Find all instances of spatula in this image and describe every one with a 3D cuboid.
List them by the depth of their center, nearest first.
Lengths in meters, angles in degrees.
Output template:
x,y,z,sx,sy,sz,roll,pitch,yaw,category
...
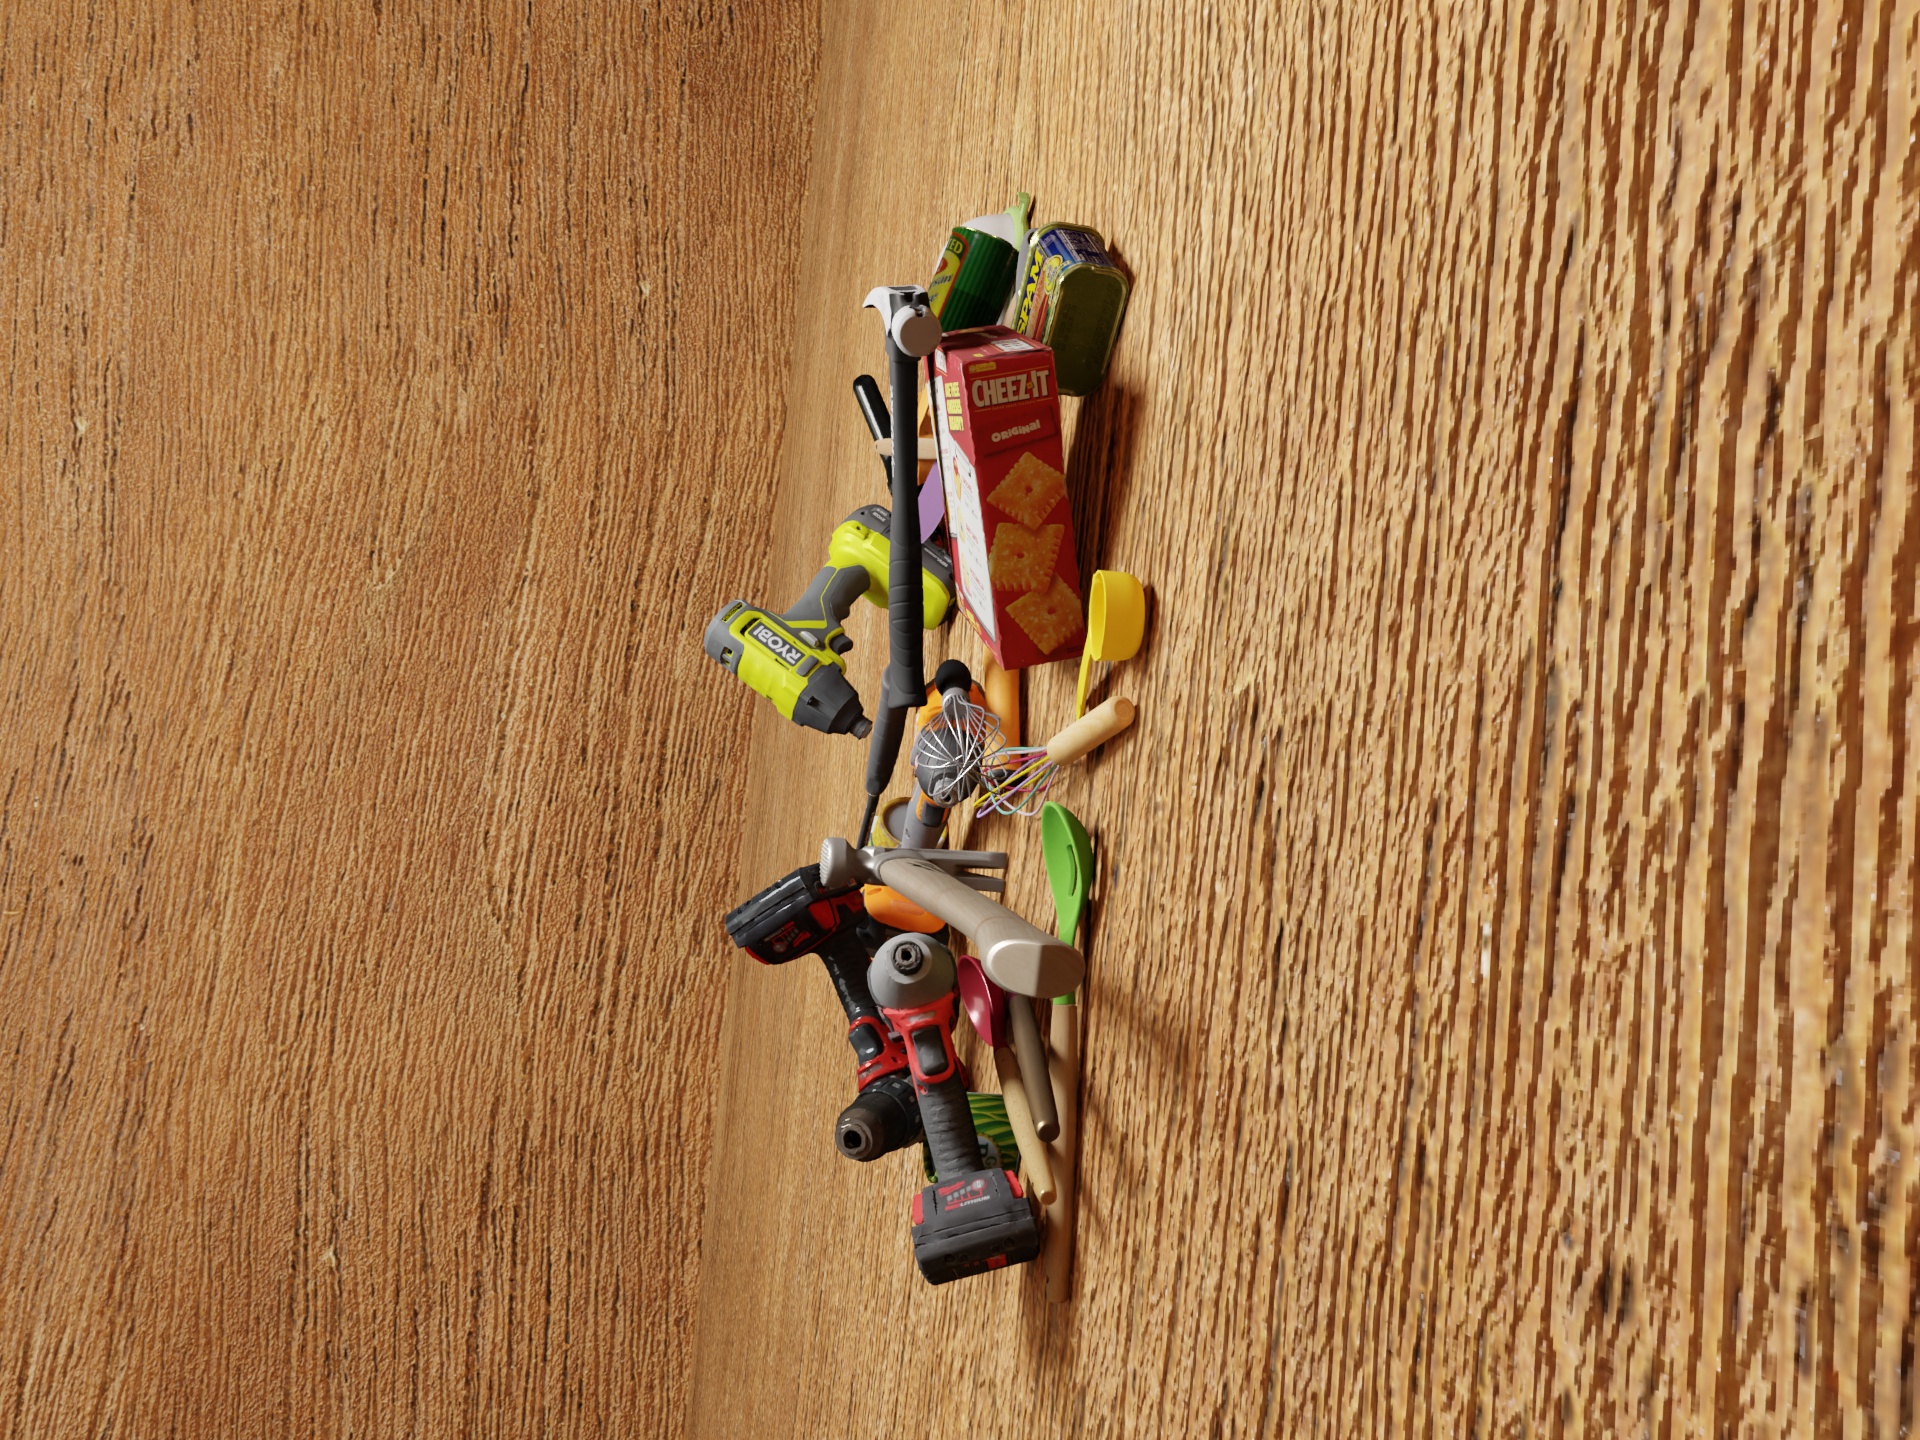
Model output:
x,y,z,sx,sy,sz,roll,pitch,yaw,category
0.018,-0.283,1.384,0.315,0.018,0.060,-63,32,37,spatula
-0.032,-0.242,1.408,0.318,0.044,0.082,-156,65,-67,spatula

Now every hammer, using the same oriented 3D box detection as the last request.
x,y,z,sx,sy,sz,roll,pitch,yaw,category
0.011,0.123,1.044,0.411,0.146,0.038,-167,83,-76,hammer
-0.042,-0.158,1.187,0.146,0.035,0.334,-113,20,-60,hammer
0.036,-0.107,1.281,0.127,0.034,0.337,121,152,-63,hammer
-0.083,0.068,1.483,0.149,0.036,0.408,-60,-7,-32,hammer

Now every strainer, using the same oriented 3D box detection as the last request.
x,y,z,sx,sy,sz,roll,pitch,yaw,category
0.005,-0.344,1.444,0.151,0.069,0.256,168,110,-76,strainer

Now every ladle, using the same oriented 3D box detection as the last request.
x,y,z,sx,sy,sz,roll,pitch,yaw,category
0.032,0.241,1.089,0.316,0.031,0.069,-116,15,-73,ladle

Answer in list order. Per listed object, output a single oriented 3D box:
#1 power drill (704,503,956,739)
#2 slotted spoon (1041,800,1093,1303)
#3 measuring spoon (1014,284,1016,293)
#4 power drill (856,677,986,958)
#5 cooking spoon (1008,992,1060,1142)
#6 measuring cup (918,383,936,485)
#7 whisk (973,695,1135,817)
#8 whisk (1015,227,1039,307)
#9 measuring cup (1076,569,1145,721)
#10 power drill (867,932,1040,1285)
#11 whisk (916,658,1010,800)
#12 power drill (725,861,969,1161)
x,y,z,sx,sy,sz,roll,pitch,yaw,category
-0.105,-0.089,1.483,0.223,0.171,0.080,-48,-10,-35,power drill
0.066,0.209,1.020,0.070,0.031,0.314,145,128,-74,slotted spoon
0.046,-0.327,1.373,0.034,0.018,0.124,-107,27,-59,measuring spoon
-0.029,0.092,1.325,0.164,0.084,0.226,-87,11,-63,power drill
0.042,0.198,1.051,0.319,0.017,0.068,-101,4,-77,cooking spoon
-0.015,-0.281,1.495,0.173,0.052,0.095,124,142,-77,measuring cup
0.064,0.024,1.095,0.245,0.047,0.051,139,136,-65,whisk
0.051,-0.281,1.254,0.055,0.055,0.239,136,140,-70,whisk
0.096,-0.040,1.035,0.156,0.029,0.062,95,174,-59,measuring cup
-0.012,0.250,1.056,0.143,0.078,0.220,84,171,-65,power drill
-0.003,-0.003,1.186,0.285,0.070,0.070,-99,18,-74,whisk
-0.088,0.226,1.222,0.227,0.080,0.188,59,-163,9,power drill
